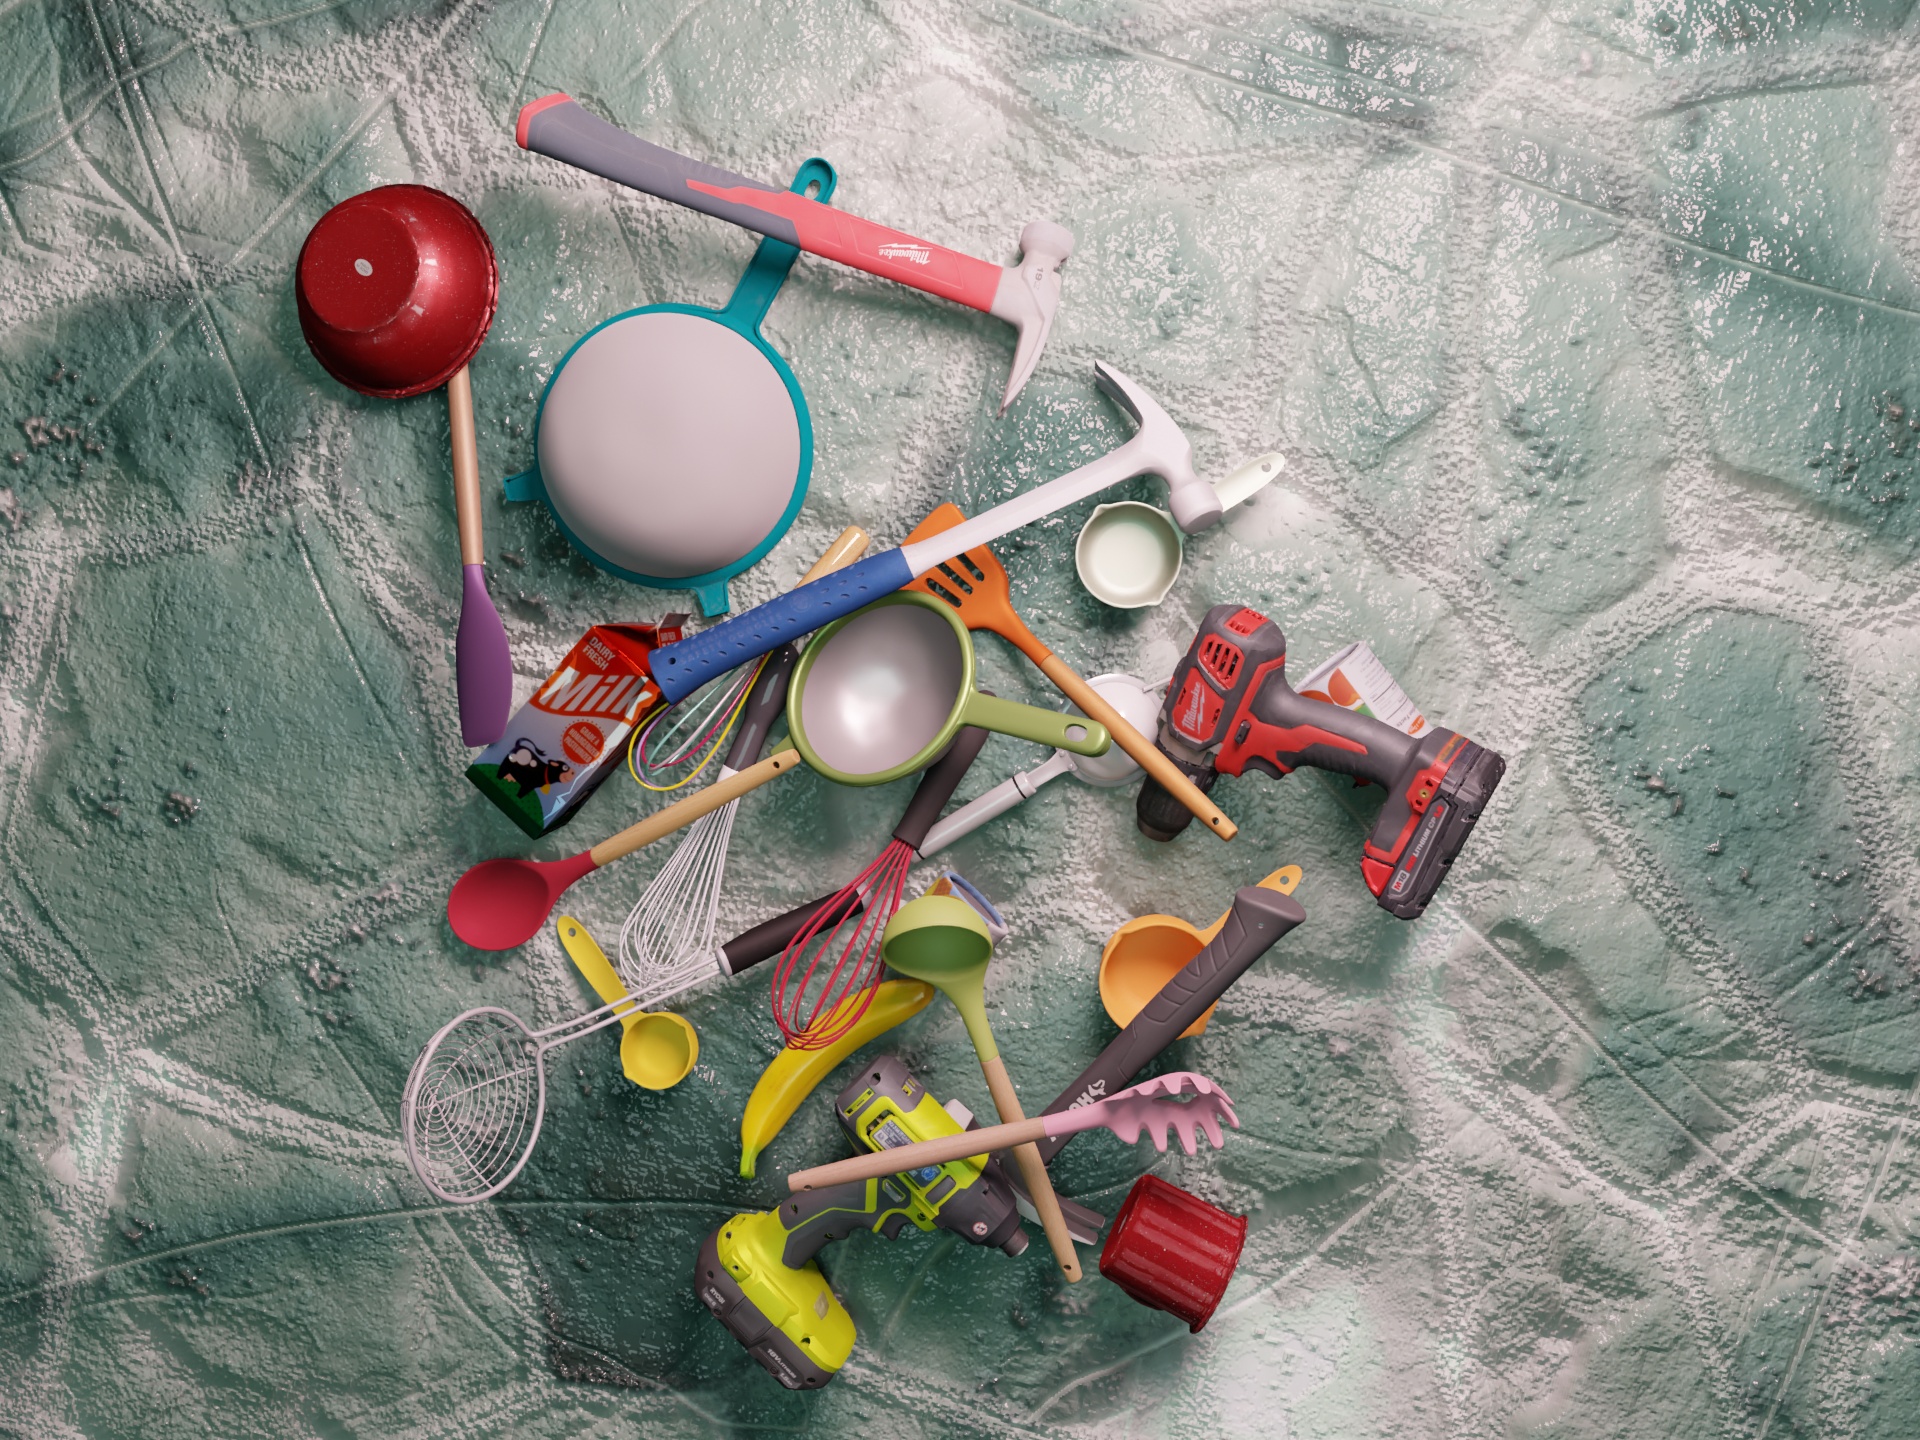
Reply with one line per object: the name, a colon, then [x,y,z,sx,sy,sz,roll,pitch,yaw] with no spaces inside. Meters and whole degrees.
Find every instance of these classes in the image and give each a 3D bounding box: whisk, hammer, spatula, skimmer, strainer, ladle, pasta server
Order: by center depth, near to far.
pasta server: [0.033,0.293,1.101,0.316,0.040,0.060,-14,120,6]
hammer: [-0.121,-0.334,1.104,0.386,0.038,0.143,17,80,-7]
skimmer: [-0.211,0.206,1.108,0.363,0.090,0.127,-24,115,-21]
hammer: [-0.030,-0.119,1.117,0.405,0.035,0.144,-25,70,-1]
strainer: [-0.002,-0.004,1.123,0.256,0.069,0.151,14,75,30]
ladle: [0.026,0.268,1.128,0.078,0.062,0.320,-17,102,18]
hammer: [0.126,0.239,1.131,0.146,0.035,0.334,41,115,3]
spatula: [0.075,-0.028,1.133,0.081,0.041,0.323,-48,68,6]
strainer: [-0.185,-0.254,1.134,0.211,0.095,0.340,31,98,1]
whisk: [-0.050,0.105,1.149,0.073,0.073,0.296,30,79,1]
whisk: [-0.152,-0.049,1.151,0.047,0.051,0.245,35,79,23]
spatula: [-0.358,-0.138,1.165,0.060,0.018,0.316,-12,81,32]
strainer: [0.055,0.045,1.172,0.258,0.050,0.086,-31,106,9]
ladle: [-0.249,0.090,1.172,0.315,0.031,0.069,-26,93,19]
whisk: [-0.182,0.073,1.186,0.070,0.070,0.284,23,91,2]

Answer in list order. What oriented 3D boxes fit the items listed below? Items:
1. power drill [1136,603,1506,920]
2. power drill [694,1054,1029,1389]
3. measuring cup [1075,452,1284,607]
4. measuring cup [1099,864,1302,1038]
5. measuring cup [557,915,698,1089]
power drill: [0.234,0.045,1.100,0.227,0.080,0.187,31,123,18]
power drill: [-0.073,0.379,1.172,0.171,0.080,0.223,46,103,3]
measuring cup: [0.159,-0.143,1.148,0.167,0.038,0.083,-32,92,4]
measuring cup: [0.178,0.160,1.165,0.173,0.052,0.095,-40,91,4]
measuring cup: [-0.257,0.212,1.220,0.062,0.029,0.156,-40,79,6]
